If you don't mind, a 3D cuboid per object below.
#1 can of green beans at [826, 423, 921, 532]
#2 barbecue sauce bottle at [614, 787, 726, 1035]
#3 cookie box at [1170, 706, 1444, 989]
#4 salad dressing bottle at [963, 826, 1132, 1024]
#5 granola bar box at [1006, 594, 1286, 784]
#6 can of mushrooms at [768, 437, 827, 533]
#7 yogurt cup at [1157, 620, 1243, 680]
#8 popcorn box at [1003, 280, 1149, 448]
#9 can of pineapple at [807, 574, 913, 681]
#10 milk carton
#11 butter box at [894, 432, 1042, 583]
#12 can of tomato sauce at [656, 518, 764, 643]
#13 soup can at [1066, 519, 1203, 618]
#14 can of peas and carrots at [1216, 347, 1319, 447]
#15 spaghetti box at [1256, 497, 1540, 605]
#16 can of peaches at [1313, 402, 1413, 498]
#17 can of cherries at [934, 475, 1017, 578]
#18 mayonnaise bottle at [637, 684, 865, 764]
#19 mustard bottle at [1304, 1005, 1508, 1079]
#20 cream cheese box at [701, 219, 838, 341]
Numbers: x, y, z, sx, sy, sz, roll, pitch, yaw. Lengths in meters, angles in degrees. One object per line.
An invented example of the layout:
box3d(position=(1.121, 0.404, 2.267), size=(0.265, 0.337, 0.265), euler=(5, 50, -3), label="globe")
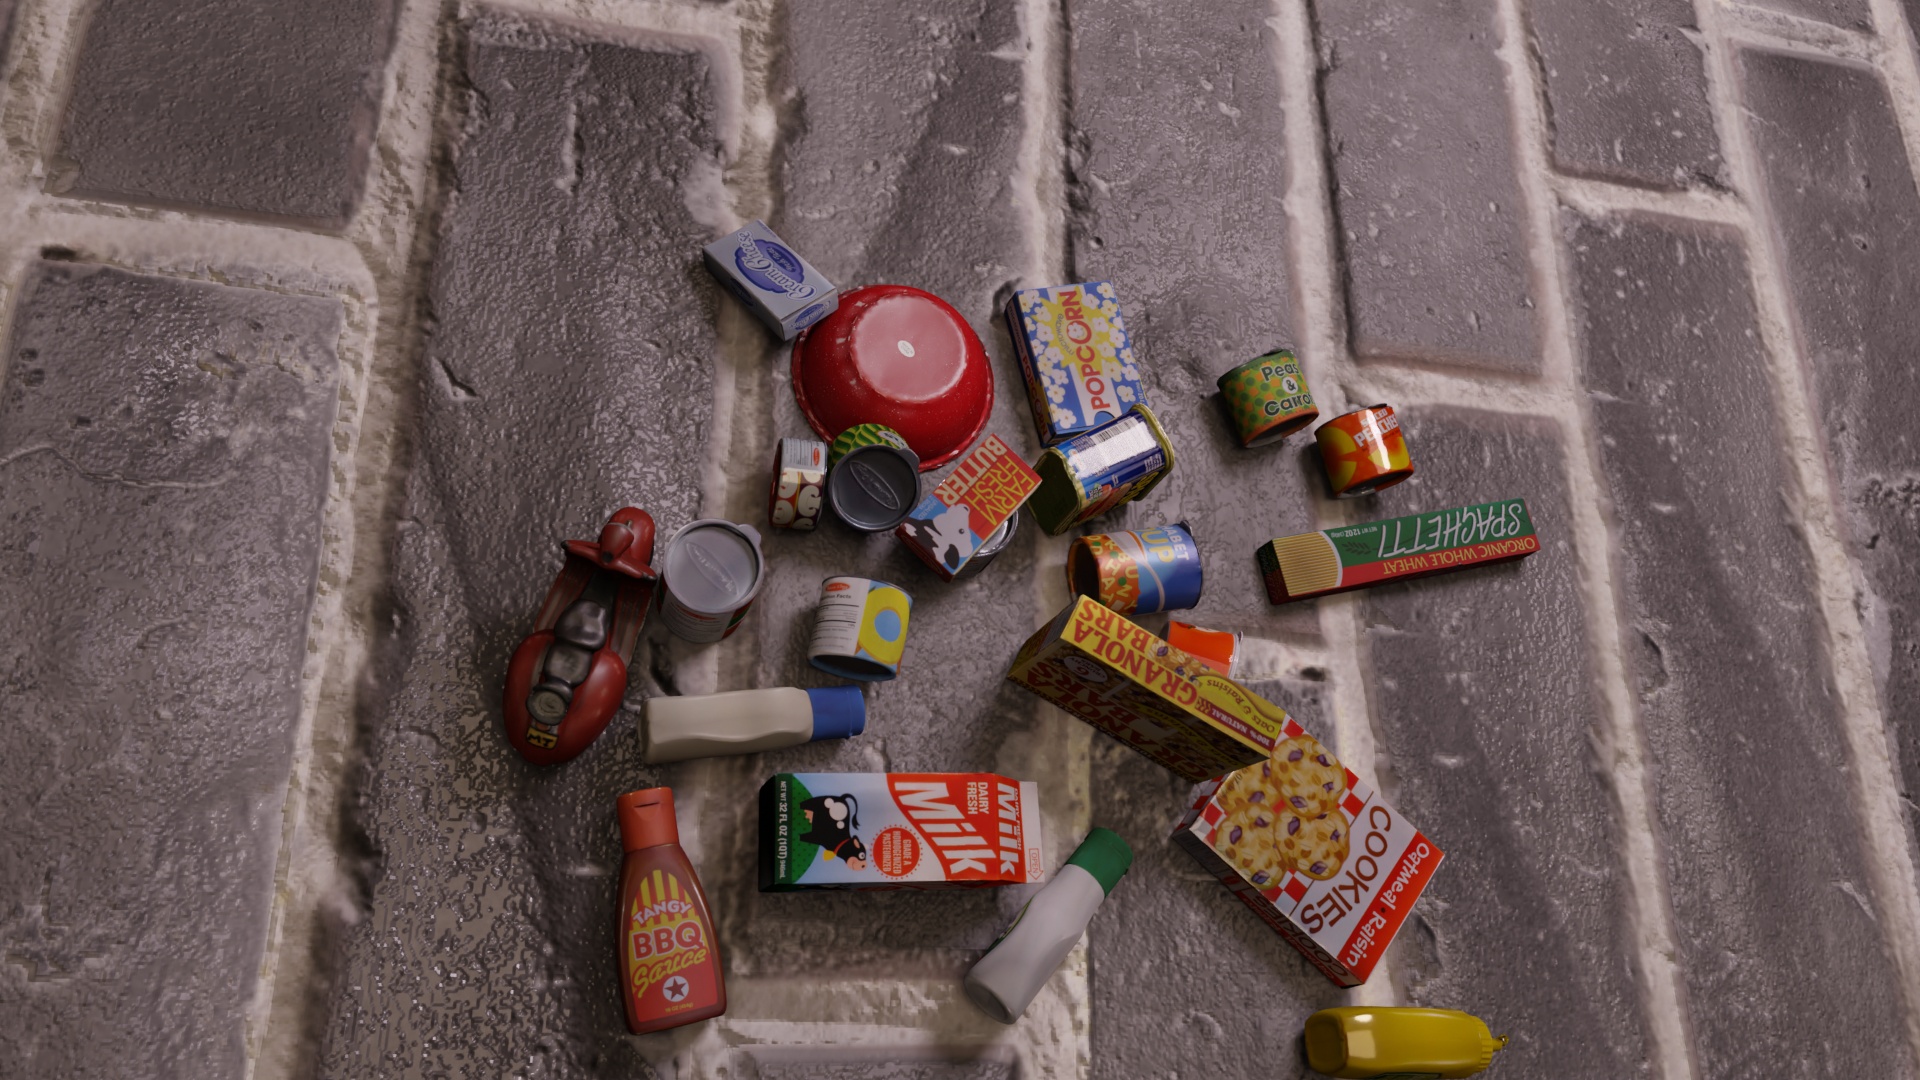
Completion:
box3d(position=(-0.064, -0.046, 1.006), size=(0.071, 0.058, 0.071), euler=(-3, 111, -7), label="can of green beans")
box3d(position=(-0.193, 0.236, 0.893), size=(0.065, 0.043, 0.149), euler=(-8, 73, -17), label="barbecue sauce bottle")
box3d(position=(0.258, 0.226, 1.027), size=(0.167, 0.040, 0.123), euler=(42, 66, 2), label="cookie box")
box3d(position=(0.063, 0.260, 0.951), size=(0.044, 0.064, 0.148), euler=(35, 56, 19), label="salad dressing bottle")
box3d(position=(0.129, 0.109, 0.985), size=(0.165, 0.123, 0.039), euler=(30, 66, -4), label="granola bar box")
box3d(position=(-0.118, -0.038, 1.000), size=(0.033, 0.070, 0.071), euler=(7, 70, -14), label="can of mushrooms")
box3d(position=(0.172, 0.094, 1.037), size=(0.054, 0.072, 0.072), euler=(19, 67, 0), label="yogurt cup")
box3d(position=(0.093, -0.141, 1.109), size=(0.085, 0.038, 0.127), euler=(-9, 74, -20), label="popcorn box")
box3d(position=(-0.069, 0.063, 0.977), size=(0.071, 0.070, 0.058), euler=(15, 69, -11), label="can of pineapple")
box3d(position=(-0.036, 0.197, 0.935), size=(0.191, 0.073, 0.072), euler=(2, 71, -16), label="milk carton")
box3d(position=(0.006, -0.024, 0.986), size=(0.053, 0.024, 0.104), euler=(43, 67, 2), label="butter box")
box3d(position=(-0.171, 0.027, 0.950), size=(0.071, 0.082, 0.071), euler=(5, 70, -14), label="can of tomato sauce")
box3d(position=(0.131, 0.022, 1.046), size=(0.084, 0.071, 0.071), euler=(-7, 74, -18), label="soup can")
box3d(position=(0.251, -0.116, 1.127), size=(0.071, 0.070, 0.059), euler=(-17, 77, -20), label="can of peas and carrots")
box3d(position=(0.363, 0.007, 1.140), size=(0.251, 0.028, 0.050), euler=(-9, 75, -18), label="spaghetti box")
box3d(position=(0.331, -0.072, 1.135), size=(0.071, 0.071, 0.058), euler=(-10, 76, -19), label="can of peaches")
box3d(position=(0.004, -0.013, 1.028), size=(0.071, 0.058, 0.071), euler=(5, 70, -13), label="can of cherries")
box3d(position=(-0.140, 0.122, 0.940), size=(0.148, 0.064, 0.041), euler=(-4, 69, -21), label="mayonnaise bottle")
box3d(position=(0.327, 0.358, 0.988), size=(0.160, 0.065, 0.049), euler=(7, 66, -17), label="mustard bottle")
box3d(position=(-0.144, -0.199, 1.050), size=(0.053, 0.024, 0.104), euler=(-35, 62, -22), label="cream cheese box")
